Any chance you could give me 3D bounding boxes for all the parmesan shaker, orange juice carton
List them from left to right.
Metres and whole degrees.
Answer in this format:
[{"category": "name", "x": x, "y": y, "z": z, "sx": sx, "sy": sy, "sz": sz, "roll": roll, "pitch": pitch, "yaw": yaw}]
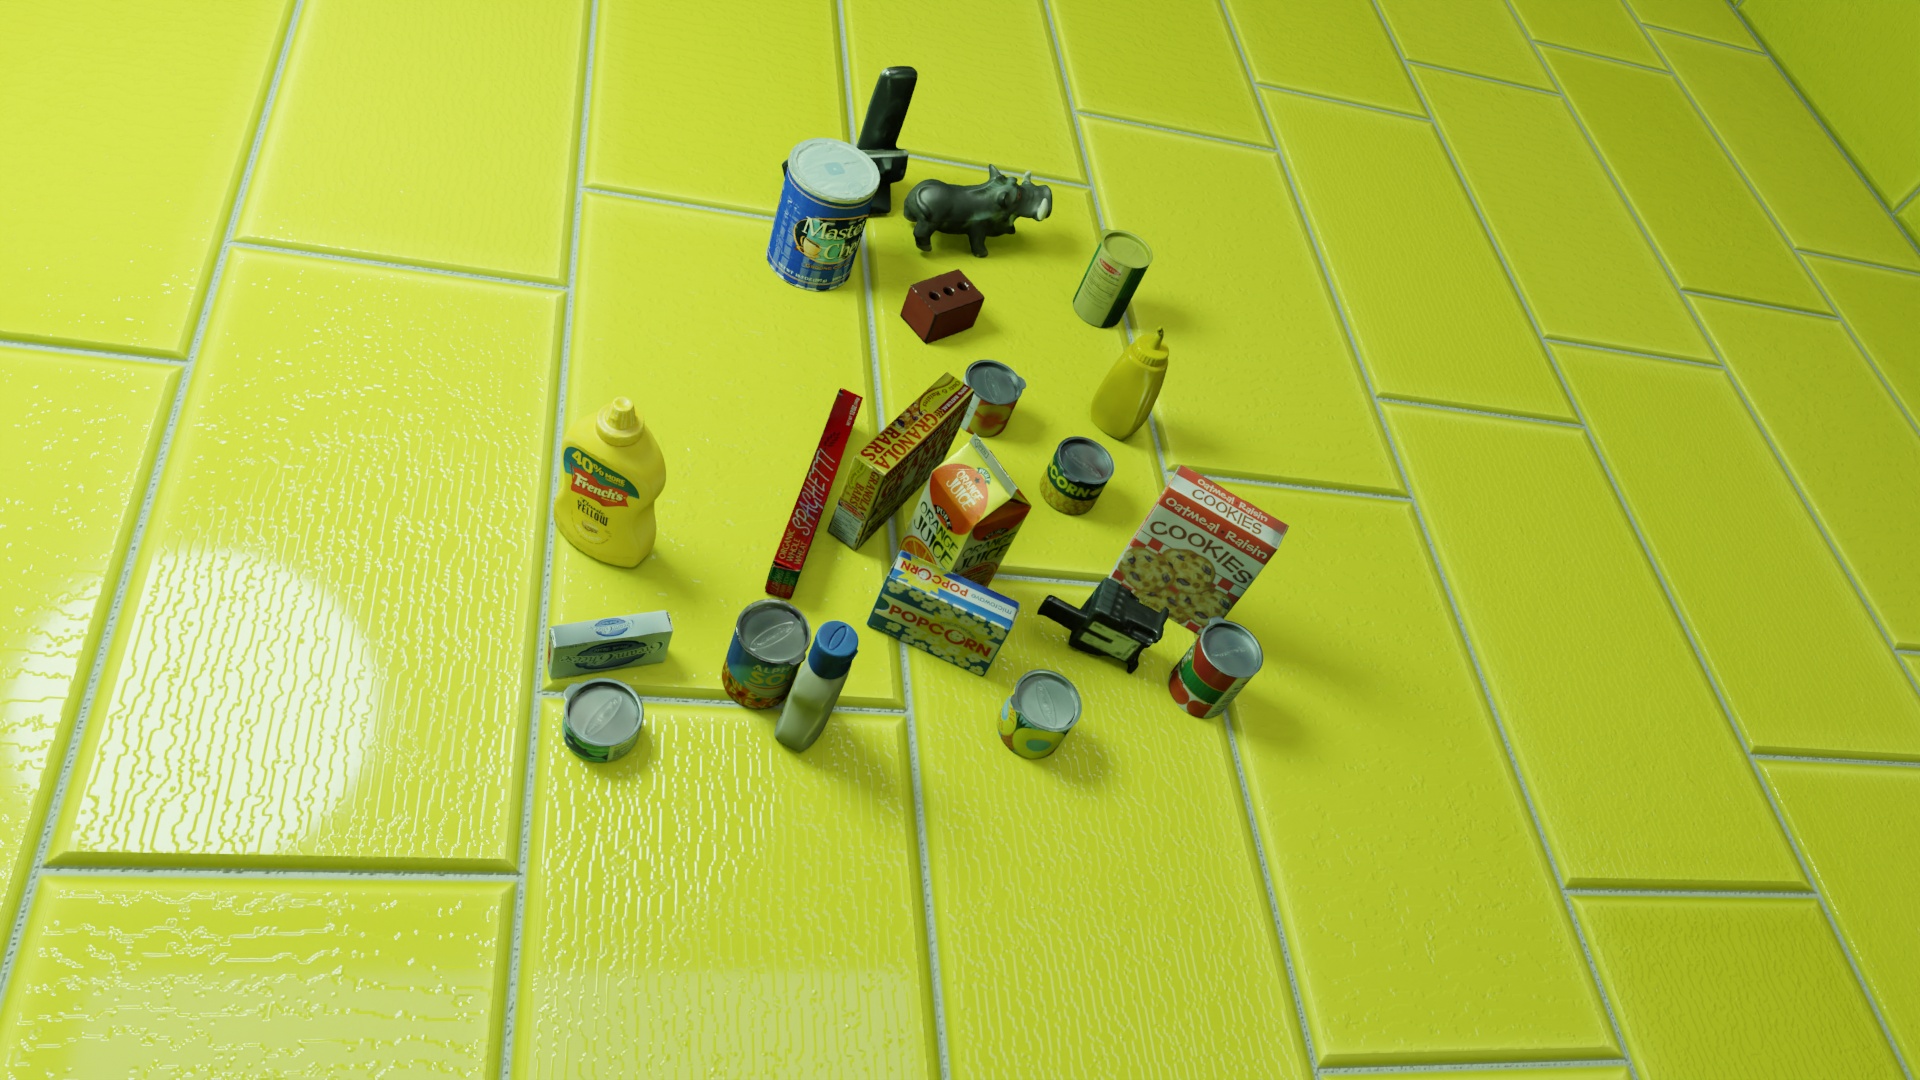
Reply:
[{"category": "orange juice carton", "x": 0.005, "y": -0.017, "z": 1.329, "sx": 0.073, "sy": 0.191, "sz": 0.072, "roll": -20, "pitch": 63, "yaw": -32}, {"category": "parmesan shaker", "x": 0.183, "y": -0.320, "z": 1.696, "sx": 0.071, "sy": 0.102, "sz": 0.072, "roll": 11, "pitch": 51, "yaw": -13}]

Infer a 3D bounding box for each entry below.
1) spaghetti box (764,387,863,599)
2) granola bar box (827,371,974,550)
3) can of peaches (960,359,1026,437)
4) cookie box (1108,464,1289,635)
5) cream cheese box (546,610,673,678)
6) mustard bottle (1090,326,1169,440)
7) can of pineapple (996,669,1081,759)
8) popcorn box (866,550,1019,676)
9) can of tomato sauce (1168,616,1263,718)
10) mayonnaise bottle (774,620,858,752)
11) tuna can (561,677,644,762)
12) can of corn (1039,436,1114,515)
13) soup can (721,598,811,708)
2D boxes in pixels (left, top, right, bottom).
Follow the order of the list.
[{"category": "spaghetti box", "x": -0.145, "y": -0.051, "z": 1.392, "sx": 0.029, "sy": 0.050, "sz": 0.251, "roll": 20, "pitch": 49, "yaw": -6}, {"category": "granola bar box", "x": -0.059, "y": -0.080, "z": 1.399, "sx": 0.039, "sy": 0.123, "sz": 0.166, "roll": 36, "pitch": 49, "yaw": 8}, {"category": "can of peaches", "x": 0.031, "y": -0.157, "z": 1.539, "sx": 0.071, "sy": 0.057, "sz": 0.071, "roll": 11, "pitch": 51, "yaw": -13}, {"category": "cookie box", "x": 0.238, "y": 0.013, "z": 1.411, "sx": 0.123, "sy": 0.166, "sz": 0.040, "roll": 30, "pitch": 49, "yaw": 3}, {"category": "cream cheese box", "x": -0.307, "y": 0.091, "z": 1.216, "sx": 0.104, "sy": 0.053, "sz": 0.024, "roll": -7, "pitch": 57, "yaw": -26}, {"category": "mustard bottle", "x": 0.198, "y": -0.182, "z": 1.556, "sx": 0.065, "sy": 0.159, "sz": 0.049, "roll": 38, "pitch": 50, "yaw": 10}, {"category": "can of pineapple", "x": 0.071, "y": 0.163, "z": 1.301, "sx": 0.071, "sy": 0.057, "sz": 0.071, "roll": 11, "pitch": 51, "yaw": -13}, {"category": "popcorn box", "x": -0.017, "y": 0.070, "z": 1.322, "sx": 0.127, "sy": 0.084, "sz": 0.038, "roll": 24, "pitch": 49, "yaw": -2}, {"category": "can of tomato sauce", "x": 0.251, "y": 0.127, "z": 1.382, "sx": 0.071, "sy": 0.082, "sz": 0.071, "roll": 11, "pitch": 51, "yaw": -13}, {"category": "mayonnaise bottle", "x": -0.122, "y": 0.123, "z": 1.199, "sx": 0.041, "sy": 0.147, "sz": 0.065, "roll": 29, "pitch": 49, "yaw": 2}, {"category": "tuna can", "x": -0.307, "y": 0.152, "z": 1.181, "sx": 0.071, "sy": 0.032, "sz": 0.071, "roll": 11, "pitch": 50, "yaw": -13}, {"category": "can of corn", "x": 0.124, "y": -0.068, "z": 1.504, "sx": 0.071, "sy": 0.058, "sz": 0.071, "roll": 11, "pitch": 51, "yaw": -13}, {"category": "soup can", "x": -0.172, "y": 0.104, "z": 1.237, "sx": 0.071, "sy": 0.083, "sz": 0.072, "roll": 11, "pitch": 51, "yaw": -13}]
